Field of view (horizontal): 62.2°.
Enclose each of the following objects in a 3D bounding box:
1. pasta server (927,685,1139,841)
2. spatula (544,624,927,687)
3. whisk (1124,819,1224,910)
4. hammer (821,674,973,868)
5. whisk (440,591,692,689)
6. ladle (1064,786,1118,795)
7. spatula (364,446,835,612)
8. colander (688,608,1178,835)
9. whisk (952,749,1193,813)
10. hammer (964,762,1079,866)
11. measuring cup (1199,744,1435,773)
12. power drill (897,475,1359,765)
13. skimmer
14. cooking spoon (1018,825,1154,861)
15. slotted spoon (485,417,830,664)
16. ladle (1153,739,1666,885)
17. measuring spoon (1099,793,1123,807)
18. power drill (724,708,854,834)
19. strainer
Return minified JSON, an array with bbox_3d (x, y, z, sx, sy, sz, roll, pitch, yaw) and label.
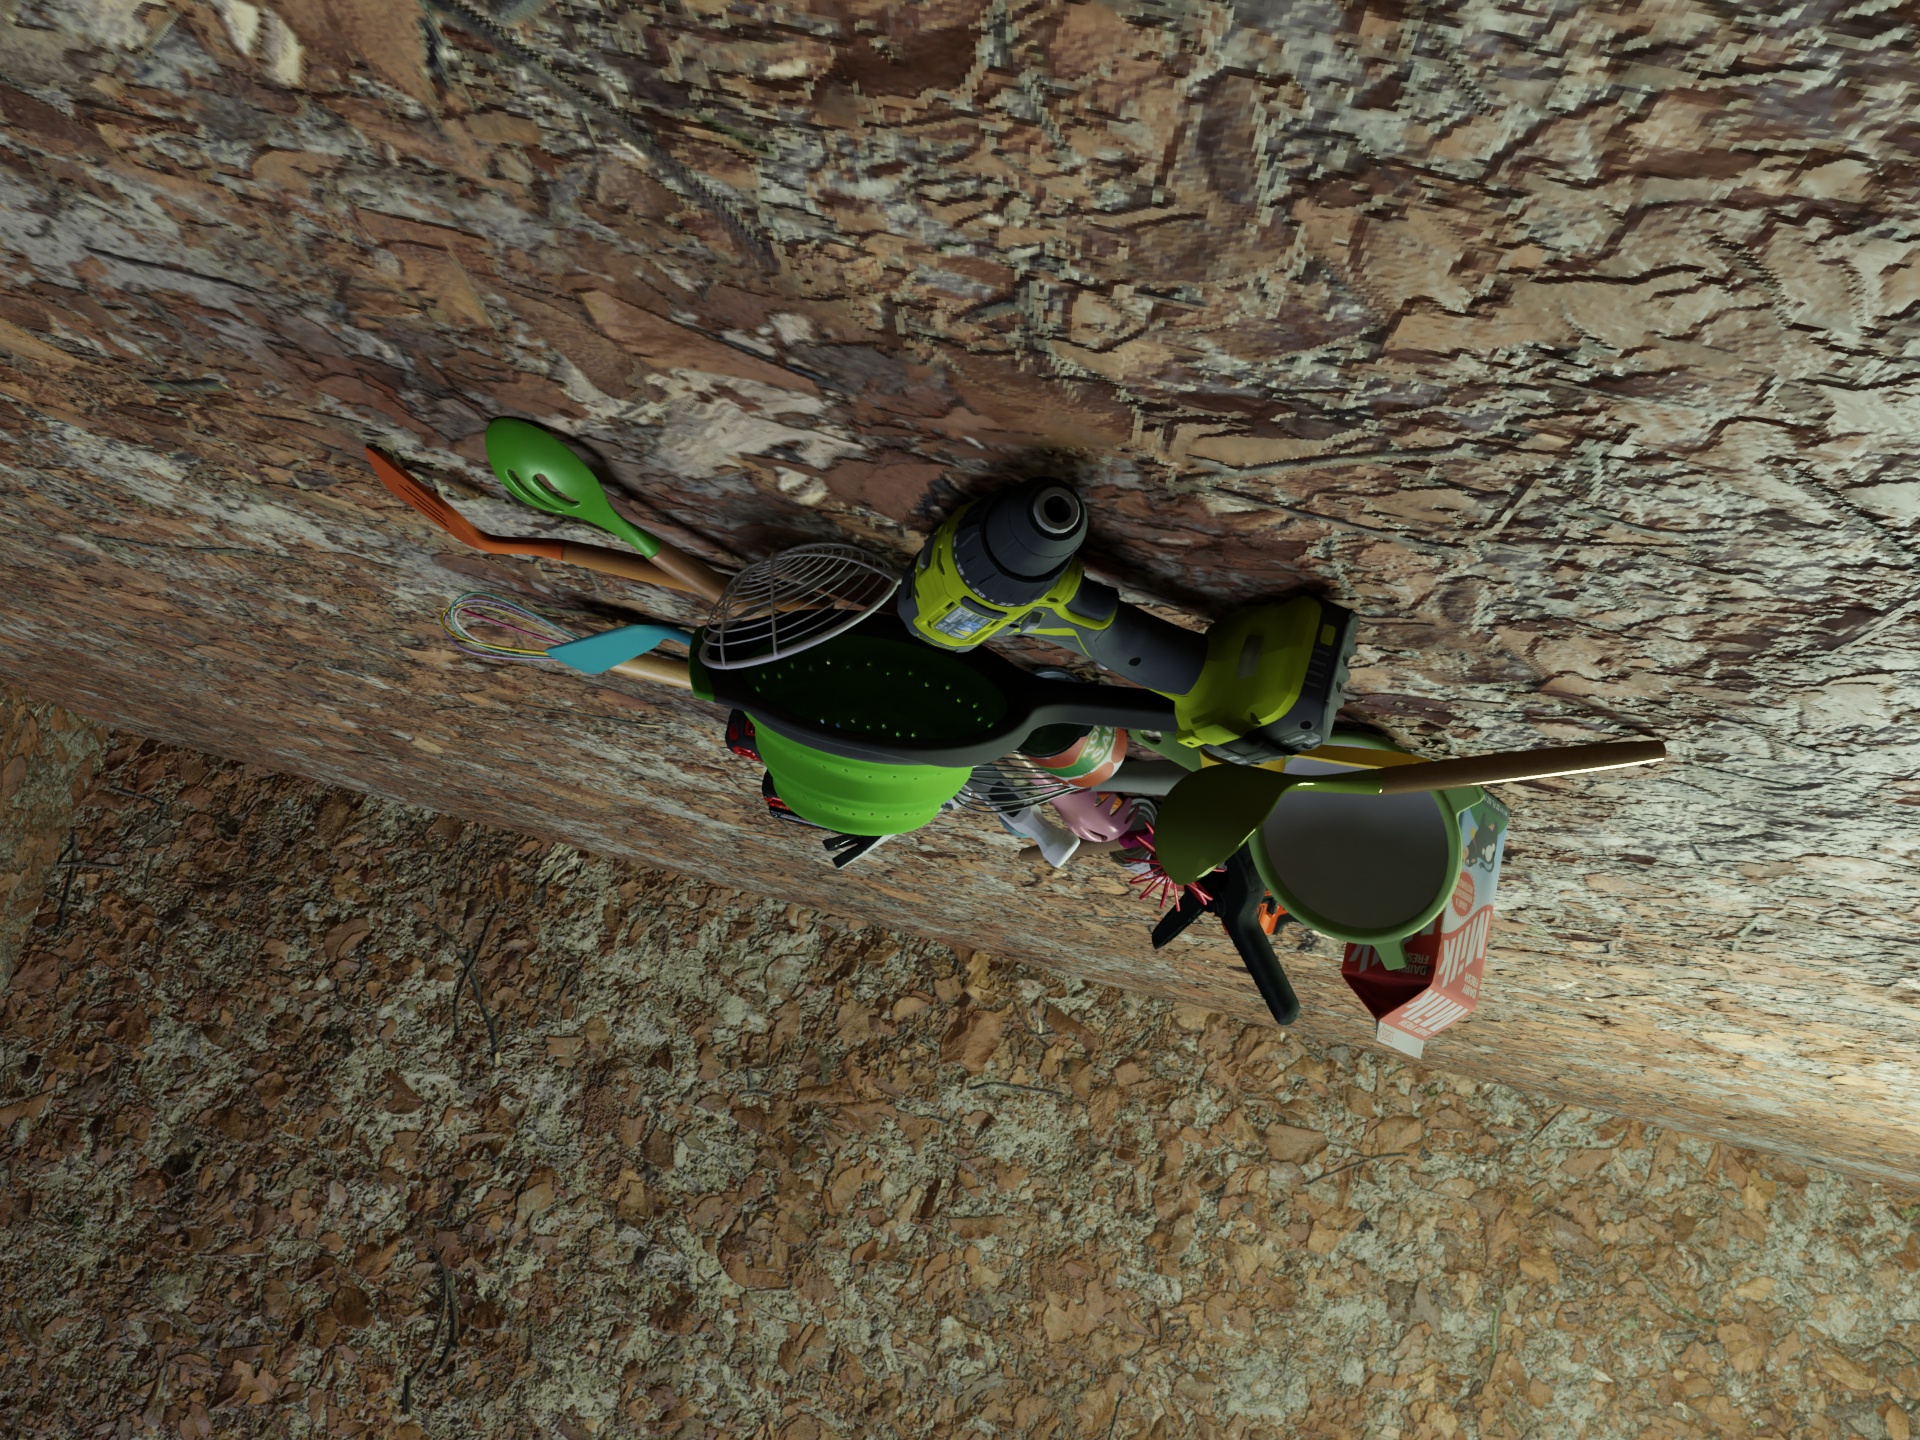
[{"bbox_3d":[0.043,0.018,1.235,0.060,0.040,0.315,-3,147,39],"label":"pasta server"},{"bbox_3d":[-0.169,-0.042,1.253,0.317,0.044,0.082,9,170,17],"label":"spatula"},{"bbox_3d":[0.162,0.109,1.227,0.073,0.073,0.295,13,177,7],"label":"whisk"},{"bbox_3d":[-0.059,0.040,1.324,0.036,0.149,0.408,58,172,15],"label":"hammer"},{"bbox_3d":[-0.319,-0.063,1.360,0.245,0.051,0.047,14,-172,-14],"label":"whisk"},{"bbox_3d":[0.213,0.057,1.277,0.315,0.031,0.069,6,160,26],"label":"ladle"},{"bbox_3d":[-0.241,-0.118,1.076,0.322,0.041,0.081,12,167,-7],"label":"spatula"},{"bbox_3d":[0.020,0.017,1.033,0.397,0.094,0.205,5,-155,-12],"label":"colander"},{"bbox_3d":[0.100,0.044,1.212,0.239,0.055,0.055,1,171,-18],"label":"whisk"},{"bbox_3d":[0.048,0.082,1.434,0.128,0.033,0.331,42,177,6],"label":"hammer"},{"bbox_3d":[0.234,0.032,1.046,0.156,0.062,0.029,6,120,24],"label":"measuring cup"},{"bbox_3d":[0.091,-0.056,0.851,0.228,0.080,0.190,21,165,-13],"label":"power drill"},{"bbox_3d":[0.025,-0.031,0.989,0.363,0.090,0.127,16,-164,-13],"label":"skimmer"},{"bbox_3d":[0.131,0.106,1.394,0.068,0.017,0.319,3,170,-26],"label":"cooking spoon"},{"bbox_3d":[-0.177,-0.099,1.021,0.070,0.031,0.313,-4,154,39],"label":"slotted spoon"},{"bbox_3d":[0.258,0.044,0.890,0.320,0.062,0.078,-5,174,-15],"label":"ladle"},{"bbox_3d":[0.136,0.065,1.435,0.021,0.011,0.116,9,169,14],"label":"measuring spoon"},{"bbox_3d":[-0.131,0.042,1.492,0.143,0.079,0.219,13,164,7],"label":"power drill"},{"bbox_3d":[0.238,0.050,1.119,0.256,0.151,0.069,29,-151,27],"label":"strainer"}]
